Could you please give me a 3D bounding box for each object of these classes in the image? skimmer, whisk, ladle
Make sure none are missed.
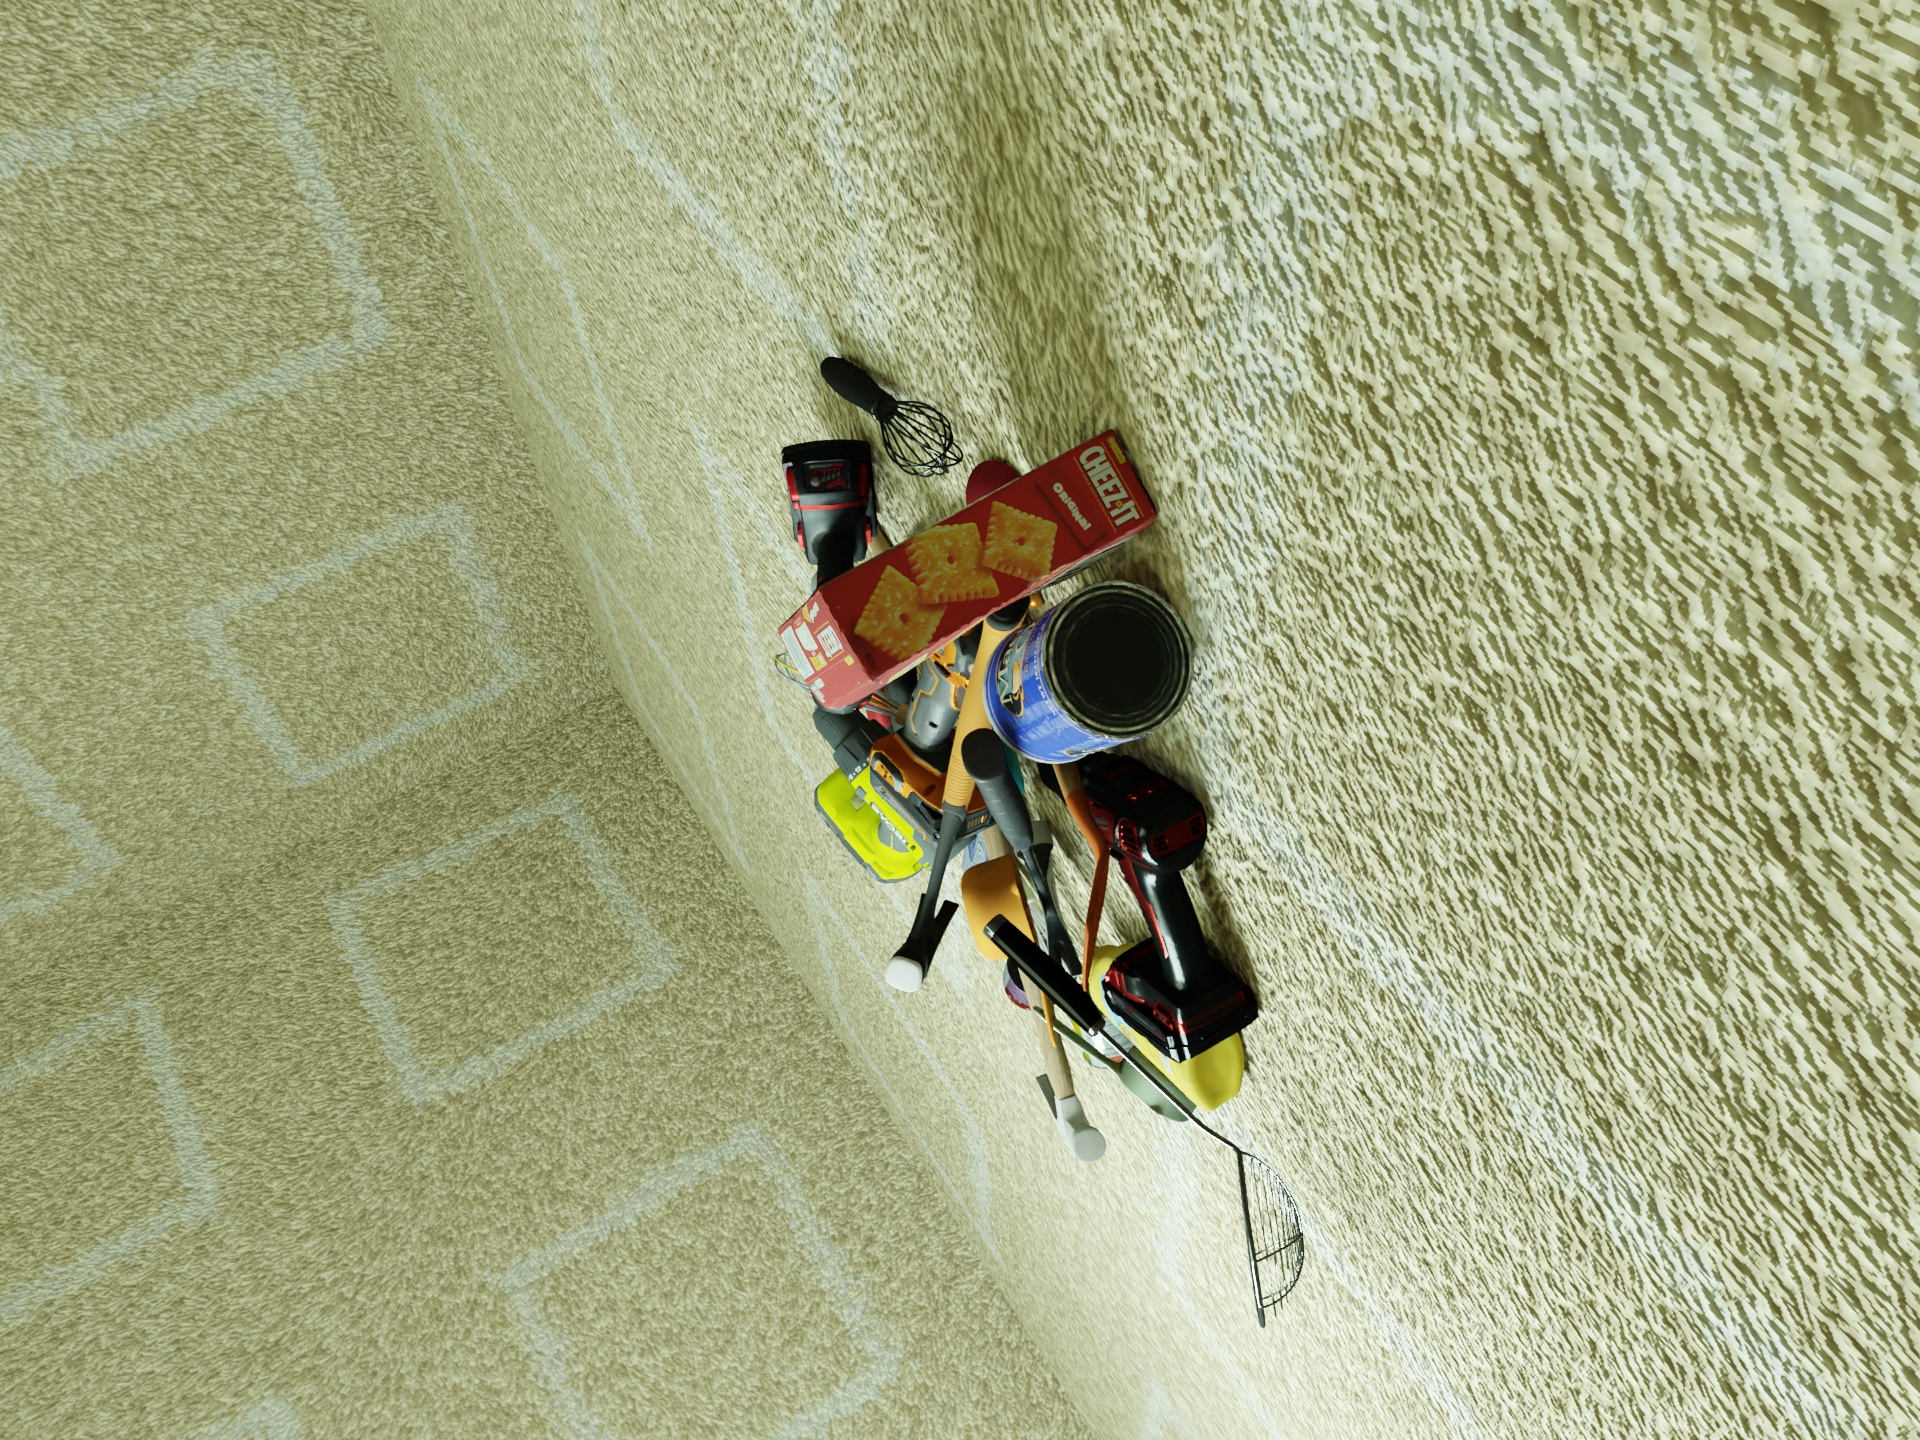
[{"bbox_3d":[0.131,0.304,1.242,0.363,0.090,0.127,43,175,18],"label":"skimmer"},{"bbox_3d":[-0.063,-0.246,1.259,0.239,0.055,0.055,47,158,51],"label":"whisk"},{"bbox_3d":[0.069,0.188,1.562,0.059,0.057,0.247,-53,57,34],"label":"whisk"},{"bbox_3d":[-0.007,-0.151,1.276,0.069,0.031,0.315,67,165,-4],"label":"ladle"},{"bbox_3d":[-0.074,-0.018,1.521,0.245,0.051,0.047,25,166,20],"label":"whisk"}]

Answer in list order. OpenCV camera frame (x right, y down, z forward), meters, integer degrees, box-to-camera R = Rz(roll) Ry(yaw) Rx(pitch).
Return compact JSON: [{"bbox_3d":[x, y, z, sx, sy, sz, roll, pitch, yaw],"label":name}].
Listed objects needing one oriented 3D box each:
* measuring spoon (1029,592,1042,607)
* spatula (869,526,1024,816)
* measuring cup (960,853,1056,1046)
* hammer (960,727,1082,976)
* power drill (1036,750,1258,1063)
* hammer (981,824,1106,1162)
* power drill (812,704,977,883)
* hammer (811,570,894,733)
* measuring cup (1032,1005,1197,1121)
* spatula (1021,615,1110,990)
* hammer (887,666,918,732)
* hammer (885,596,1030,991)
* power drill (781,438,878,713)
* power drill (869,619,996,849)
[{"bbox_3d":[0.032,-0.108,1.248,0.117,0.011,0.021,35,149,57],"label":"measuring spoon"},{"bbox_3d":[-0.025,-0.058,1.444,0.082,0.044,0.318,-42,73,48],"label":"spatula"},{"bbox_3d":[0.041,0.203,1.374,0.095,0.052,0.174,67,-171,-66],"label":"measuring cup"},{"bbox_3d":[0.048,0.097,1.246,0.408,0.036,0.149,65,-170,-67],"label":"hammer"},{"bbox_3d":[0.133,0.125,1.209,0.188,0.080,0.226,32,143,60],"label":"power drill"},{"bbox_3d":[0.067,0.235,1.470,0.130,0.031,0.331,158,97,-82],"label":"hammer"},{"bbox_3d":[-0.080,0.071,1.551,0.190,0.080,0.228,48,163,3],"label":"power drill"},{"bbox_3d":[-0.079,0.014,1.731,0.143,0.038,0.385,45,157,40],"label":"hammer"},{"bbox_3d":[0.140,0.284,1.381,0.167,0.038,0.083,35,-169,-3],"label":"measuring cup"},{"bbox_3d":[0.068,0.038,1.149,0.081,0.041,0.323,87,170,-52],"label":"spatula"},{"bbox_3d":[-0.054,0.015,1.606,0.128,0.033,0.330,31,148,26],"label":"hammer"},{"bbox_3d":[0.002,0.047,1.248,0.127,0.034,0.336,-61,-13,-62],"label":"hammer"},{"bbox_3d":[-0.109,-0.130,1.359,0.143,0.078,0.220,87,178,-55],"label":"power drill"},{"bbox_3d":[-0.002,-0.004,1.330,0.164,0.084,0.226,41,139,35],"label":"power drill"}]
